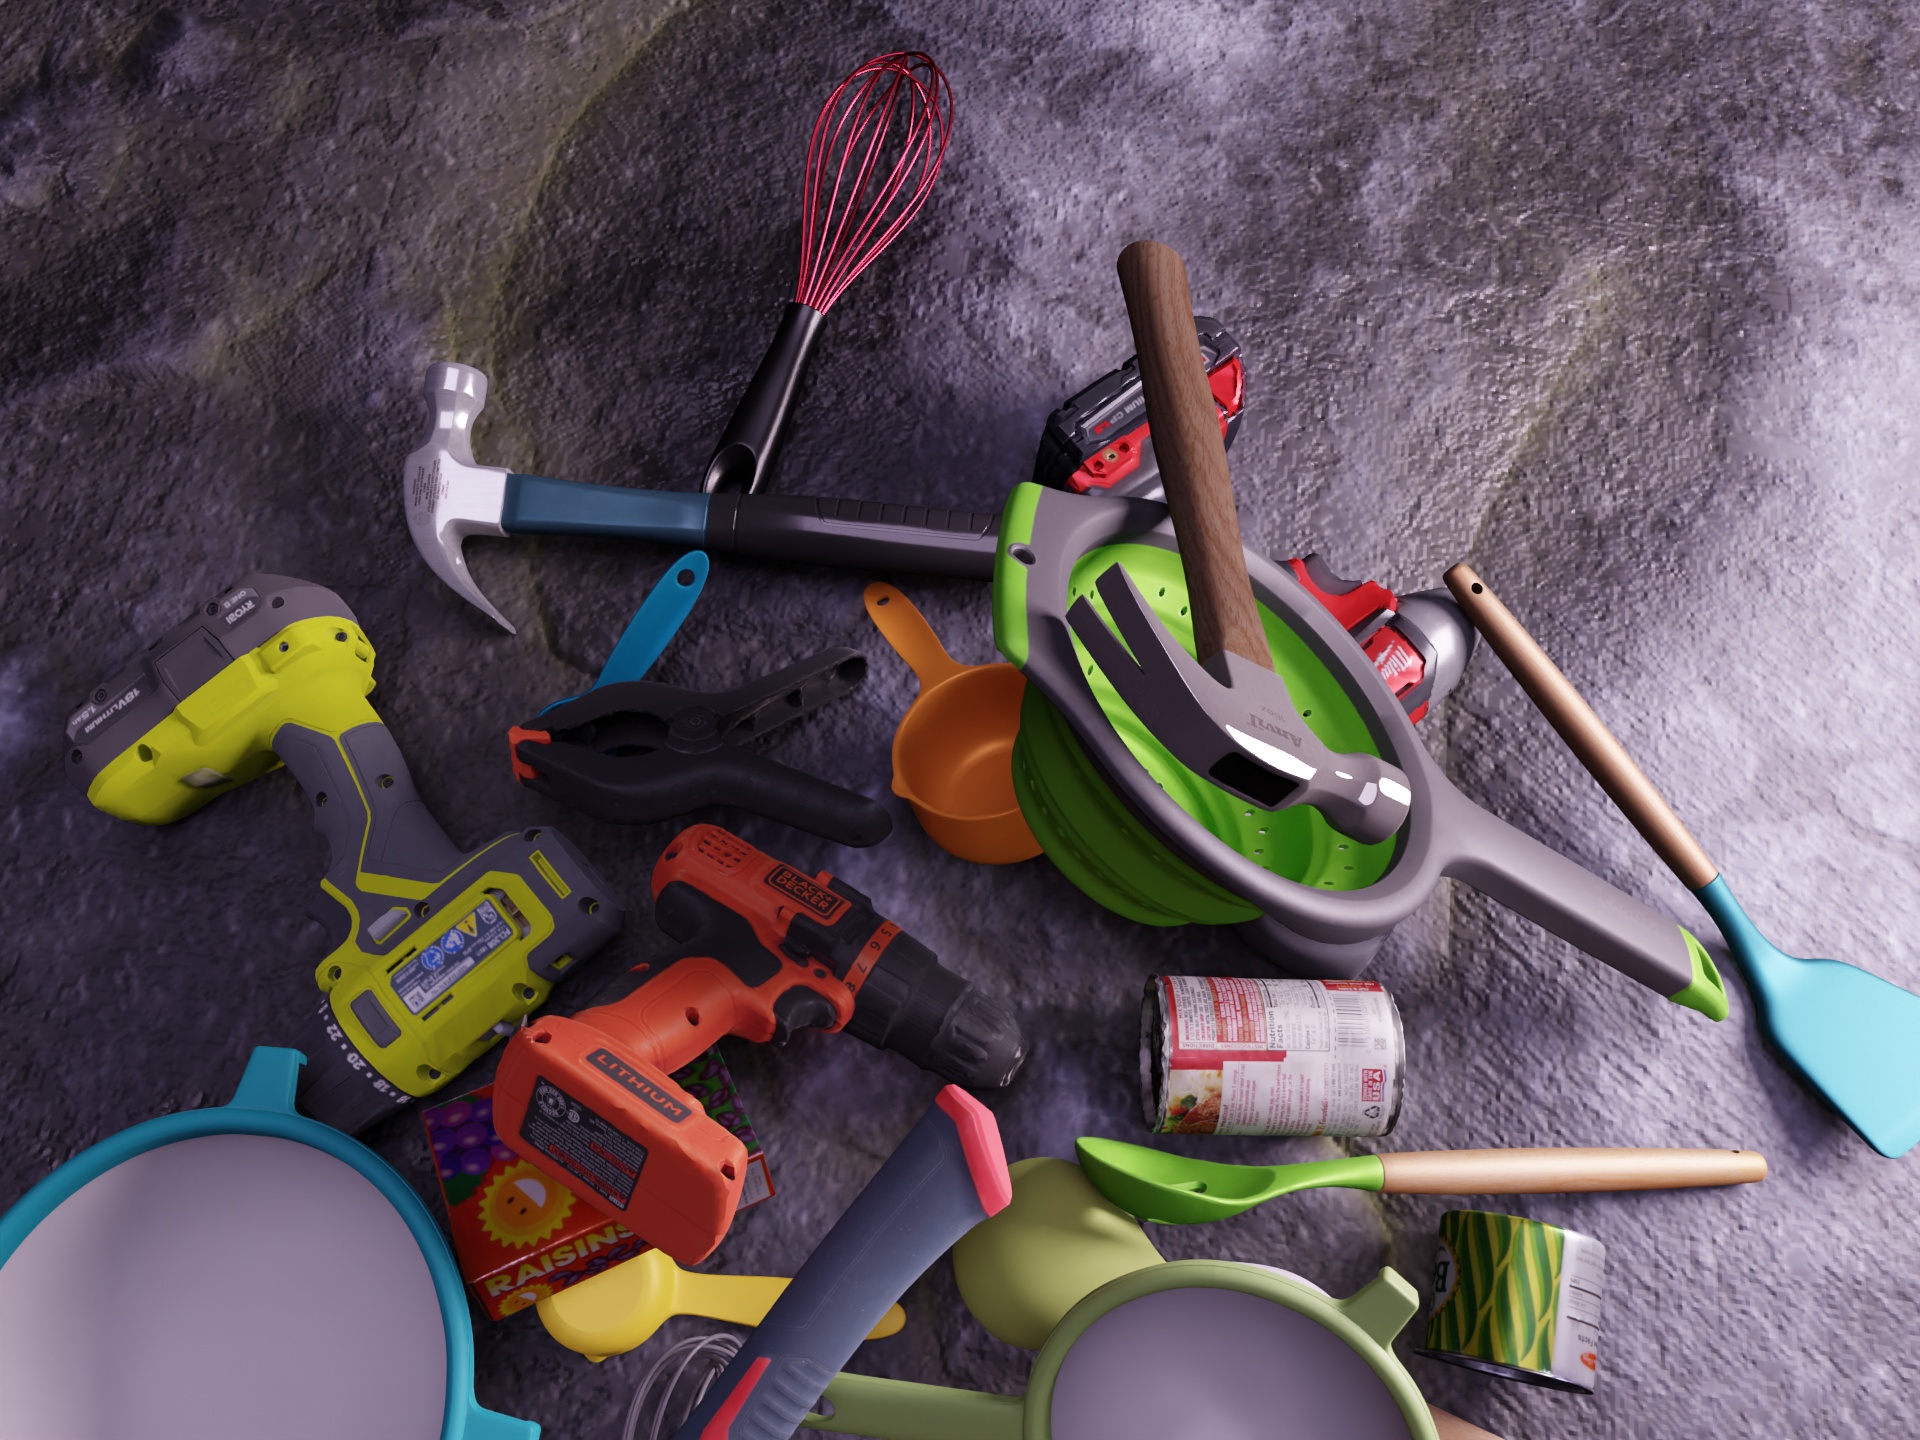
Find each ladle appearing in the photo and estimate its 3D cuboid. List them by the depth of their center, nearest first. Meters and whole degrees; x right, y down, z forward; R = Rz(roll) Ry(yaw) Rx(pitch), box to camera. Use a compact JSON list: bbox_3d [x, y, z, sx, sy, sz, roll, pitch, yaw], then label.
[{"bbox_3d":[0.146,0.272,0.658,0.320,0.062,0.078,25,67,1],"label":"ladle"}]

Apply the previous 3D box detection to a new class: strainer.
[{"bbox_3d":[-0.328,0.301,0.604,0.340,0.095,0.211,-38,72,-9],"label":"strainer"},{"bbox_3d":[0.054,0.260,0.609,0.256,0.069,0.151,-1,99,20],"label":"strainer"}]

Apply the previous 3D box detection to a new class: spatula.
[{"bbox_3d":[0.330,0.050,0.724,0.082,0.044,0.317,-38,87,-17],"label":"spatula"}]

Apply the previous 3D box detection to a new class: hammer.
[{"bbox_3d":[-0.122,0.289,0.587,0.143,0.038,0.386,36,84,19],"label":"hammer"},{"bbox_3d":[0.095,-0.101,0.656,0.130,0.031,0.332,23,41,-25],"label":"hammer"},{"bbox_3d":[-0.107,-0.097,0.773,0.331,0.033,0.128,6,81,3],"label":"hammer"}]

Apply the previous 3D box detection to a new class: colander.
[{"bbox_3d":[0.156,0.052,0.669,0.396,0.094,0.205,29,40,-19],"label":"colander"}]

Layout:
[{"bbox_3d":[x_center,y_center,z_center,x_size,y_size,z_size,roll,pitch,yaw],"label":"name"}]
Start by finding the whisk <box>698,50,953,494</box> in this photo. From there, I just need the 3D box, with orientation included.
[{"bbox_3d":[-0.074,-0.230,0.836,0.073,0.073,0.296,19,76,6],"label":"whisk"}]

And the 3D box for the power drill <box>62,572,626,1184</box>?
[{"bbox_3d":[-0.287,0.068,0.702,0.190,0.080,0.229,-40,77,-7],"label":"power drill"}]

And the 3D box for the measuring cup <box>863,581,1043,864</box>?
[{"bbox_3d":[-0.001,-0.002,0.757,0.095,0.052,0.174,-30,48,-7],"label":"measuring cup"}]

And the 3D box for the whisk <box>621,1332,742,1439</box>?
[{"bbox_3d":[-0.124,0.359,0.609,0.055,0.055,0.239,11,72,3],"label":"whisk"}]

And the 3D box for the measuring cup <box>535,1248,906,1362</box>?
[{"bbox_3d":[-0.101,0.240,0.662,0.156,0.029,0.062,5,69,3],"label":"measuring cup"}]

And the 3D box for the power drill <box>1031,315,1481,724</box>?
[{"bbox_3d":[0.147,-0.080,0.773,0.143,0.078,0.220,-35,77,-13],"label":"power drill"}]

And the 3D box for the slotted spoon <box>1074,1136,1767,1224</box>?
[{"bbox_3d":[0.199,0.191,0.668,0.313,0.070,0.031,2,90,-12],"label":"slotted spoon"}]

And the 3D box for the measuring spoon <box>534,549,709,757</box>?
[{"bbox_3d":[-0.159,-0.028,0.752,0.042,0.021,0.128,34,92,-25],"label":"measuring spoon"}]
